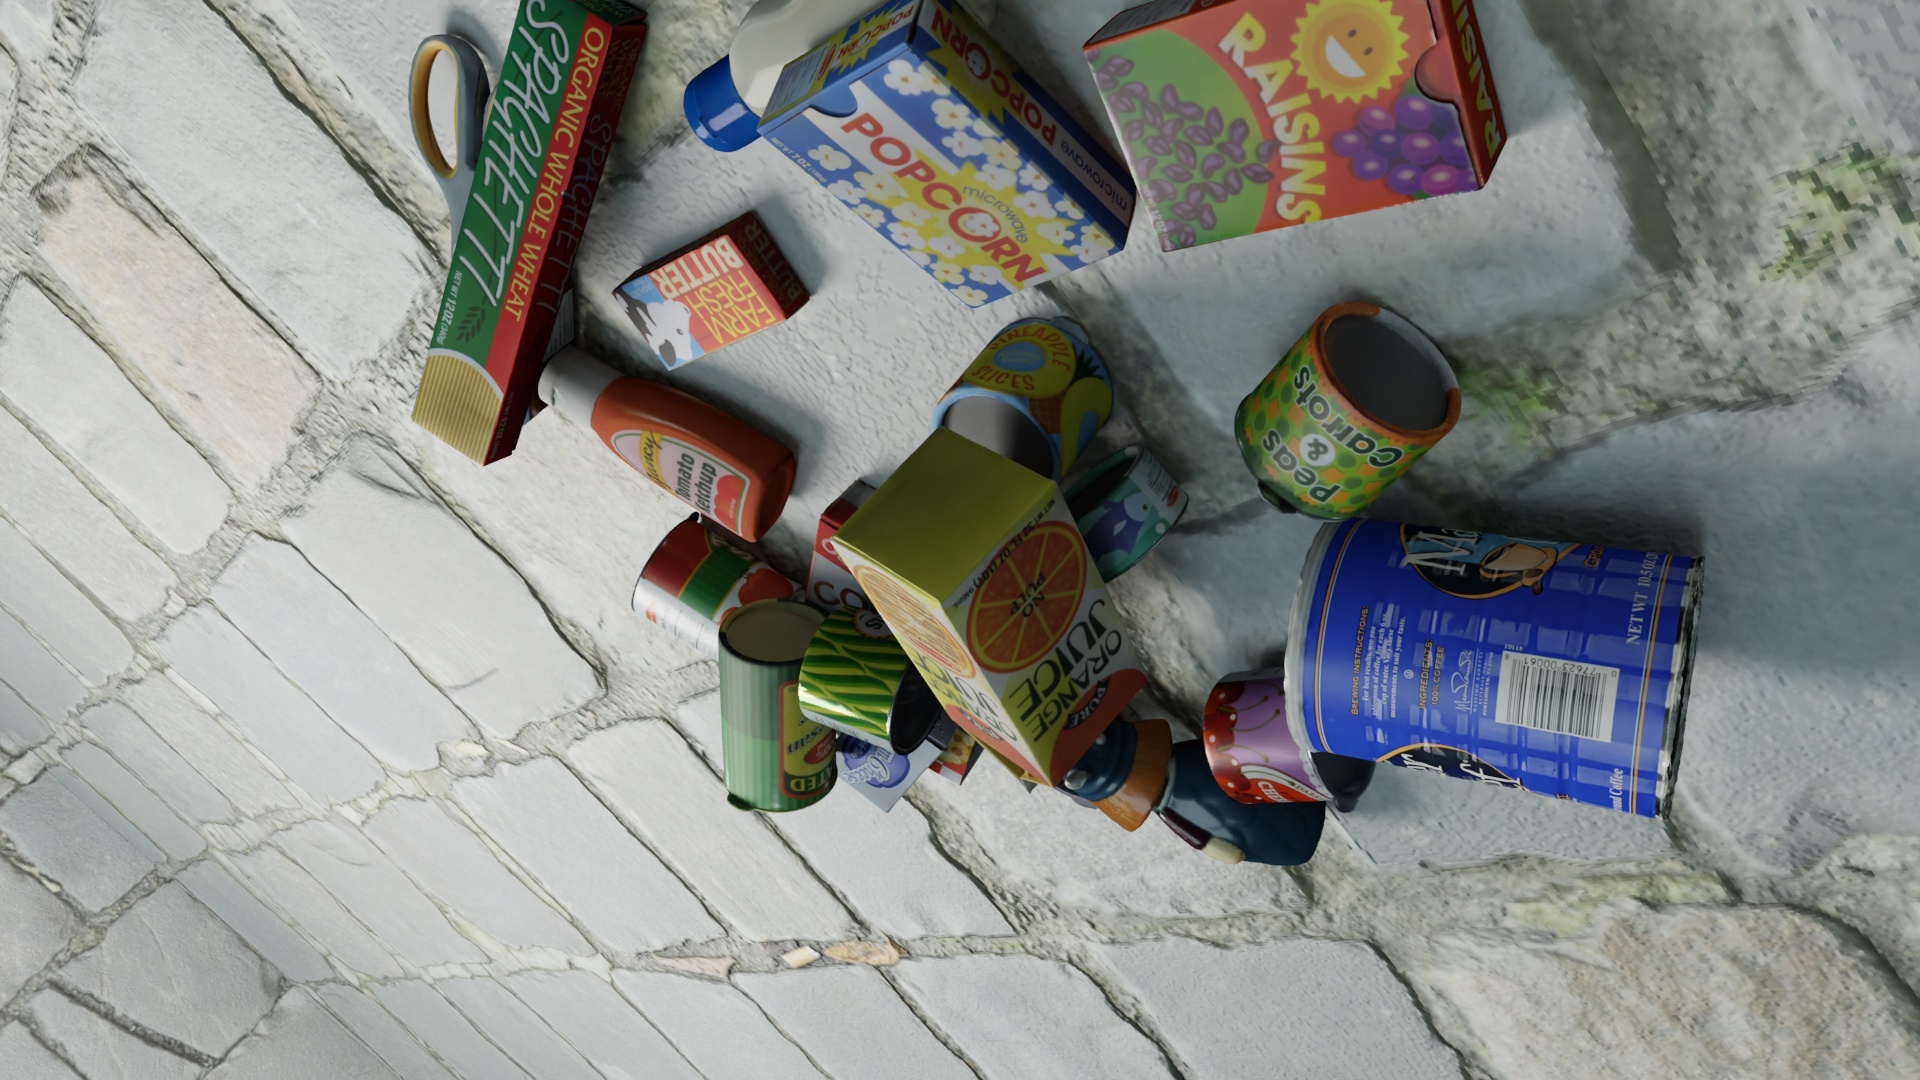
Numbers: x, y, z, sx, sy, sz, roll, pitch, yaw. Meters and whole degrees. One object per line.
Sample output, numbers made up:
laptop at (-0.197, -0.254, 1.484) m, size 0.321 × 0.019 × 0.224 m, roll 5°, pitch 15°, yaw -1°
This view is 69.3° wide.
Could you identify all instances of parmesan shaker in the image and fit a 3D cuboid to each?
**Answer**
parmesan shaker at (-0.104, 0.094, 0.782) m, size 0.071 × 0.072 × 0.102 m, roll 17°, pitch 124°, yaw 22°

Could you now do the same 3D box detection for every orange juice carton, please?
orange juice carton at (0.024, 0.044, 0.628) m, size 0.073 × 0.072 × 0.192 m, roll 29°, pitch 159°, yaw 40°

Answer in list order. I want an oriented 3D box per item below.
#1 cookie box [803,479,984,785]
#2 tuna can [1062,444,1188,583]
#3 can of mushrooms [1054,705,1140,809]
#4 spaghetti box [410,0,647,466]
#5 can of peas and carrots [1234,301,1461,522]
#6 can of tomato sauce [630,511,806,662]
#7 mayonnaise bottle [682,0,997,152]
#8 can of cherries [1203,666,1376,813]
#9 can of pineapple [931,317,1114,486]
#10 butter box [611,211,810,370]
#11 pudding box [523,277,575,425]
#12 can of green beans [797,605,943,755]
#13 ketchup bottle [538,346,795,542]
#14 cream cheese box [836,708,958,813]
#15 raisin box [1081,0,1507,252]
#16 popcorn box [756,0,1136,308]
cookie box at (-0.030, 0.058, 0.795) m, size 0.123 × 0.040 × 0.166 m, roll 28°, pitch 140°, yaw 10°
tuna can at (0.067, -0.010, 0.638) m, size 0.033 × 0.071 × 0.071 m, roll 48°, pitch 139°, yaw -11°
can of mushrooms at (0.070, 0.116, 0.785) m, size 0.071 × 0.034 × 0.070 m, roll 19°, pitch 137°, yaw 19°
spaghetti box at (-0.214, -0.149, 0.677) m, size 0.050 × 0.029 × 0.248 m, roll 32°, pitch 120°, yaw 6°
can of peas and carrots at (0.148, -0.049, 0.539) m, size 0.071 × 0.071 × 0.058 m, roll 36°, pitch 140°, yaw 1°
can of tomato sauce at (-0.144, 0.034, 0.838) m, size 0.083 × 0.071 × 0.070 m, roll 31°, pitch 140°, yaw 7°
mayonnaise bottle at (-0.057, -0.201, 0.565) m, size 0.148 × 0.041 × 0.064 m, roll -13°, pitch 126°, yaw 44°
can of cherries at (0.159, 0.096, 0.672) m, size 0.058 × 0.072 × 0.071 m, roll -13°, pitch 120°, yaw 43°
can of pineapple at (0.028, -0.059, 0.627) m, size 0.071 × 0.058 × 0.070 m, roll 20°, pitch 137°, yaw 20°
butter box at (-0.127, -0.124, 0.703) m, size 0.103 × 0.024 × 0.053 m, roll -13°, pitch 120°, yaw 43°
pudding box at (-0.243, -0.110, 0.781) m, size 0.030 × 0.050 × 0.083 m, roll 29°, pitch 140°, yaw 11°
can of green beans at (-0.045, 0.073, 0.735) m, size 0.058 × 0.071 × 0.071 m, roll 18°, pitch 137°, yaw 23°
ketchup bottle at (-0.165, -0.059, 0.779) m, size 0.149 × 0.044 × 0.064 m, roll 30°, pitch 140°, yaw 9°
cream cheese box at (-0.043, 0.120, 0.815) m, size 0.053 × 0.024 × 0.103 m, roll 36°, pitch 142°, yaw 0°
raisin box at (0.115, -0.156, 0.484) m, size 0.123 × 0.040 × 0.085 m, roll -4°, pitch 125°, yaw 37°
popcorn box at (-0.003, -0.149, 0.543) m, size 0.085 × 0.038 × 0.126 m, roll -12°, pitch 144°, yaw 43°
